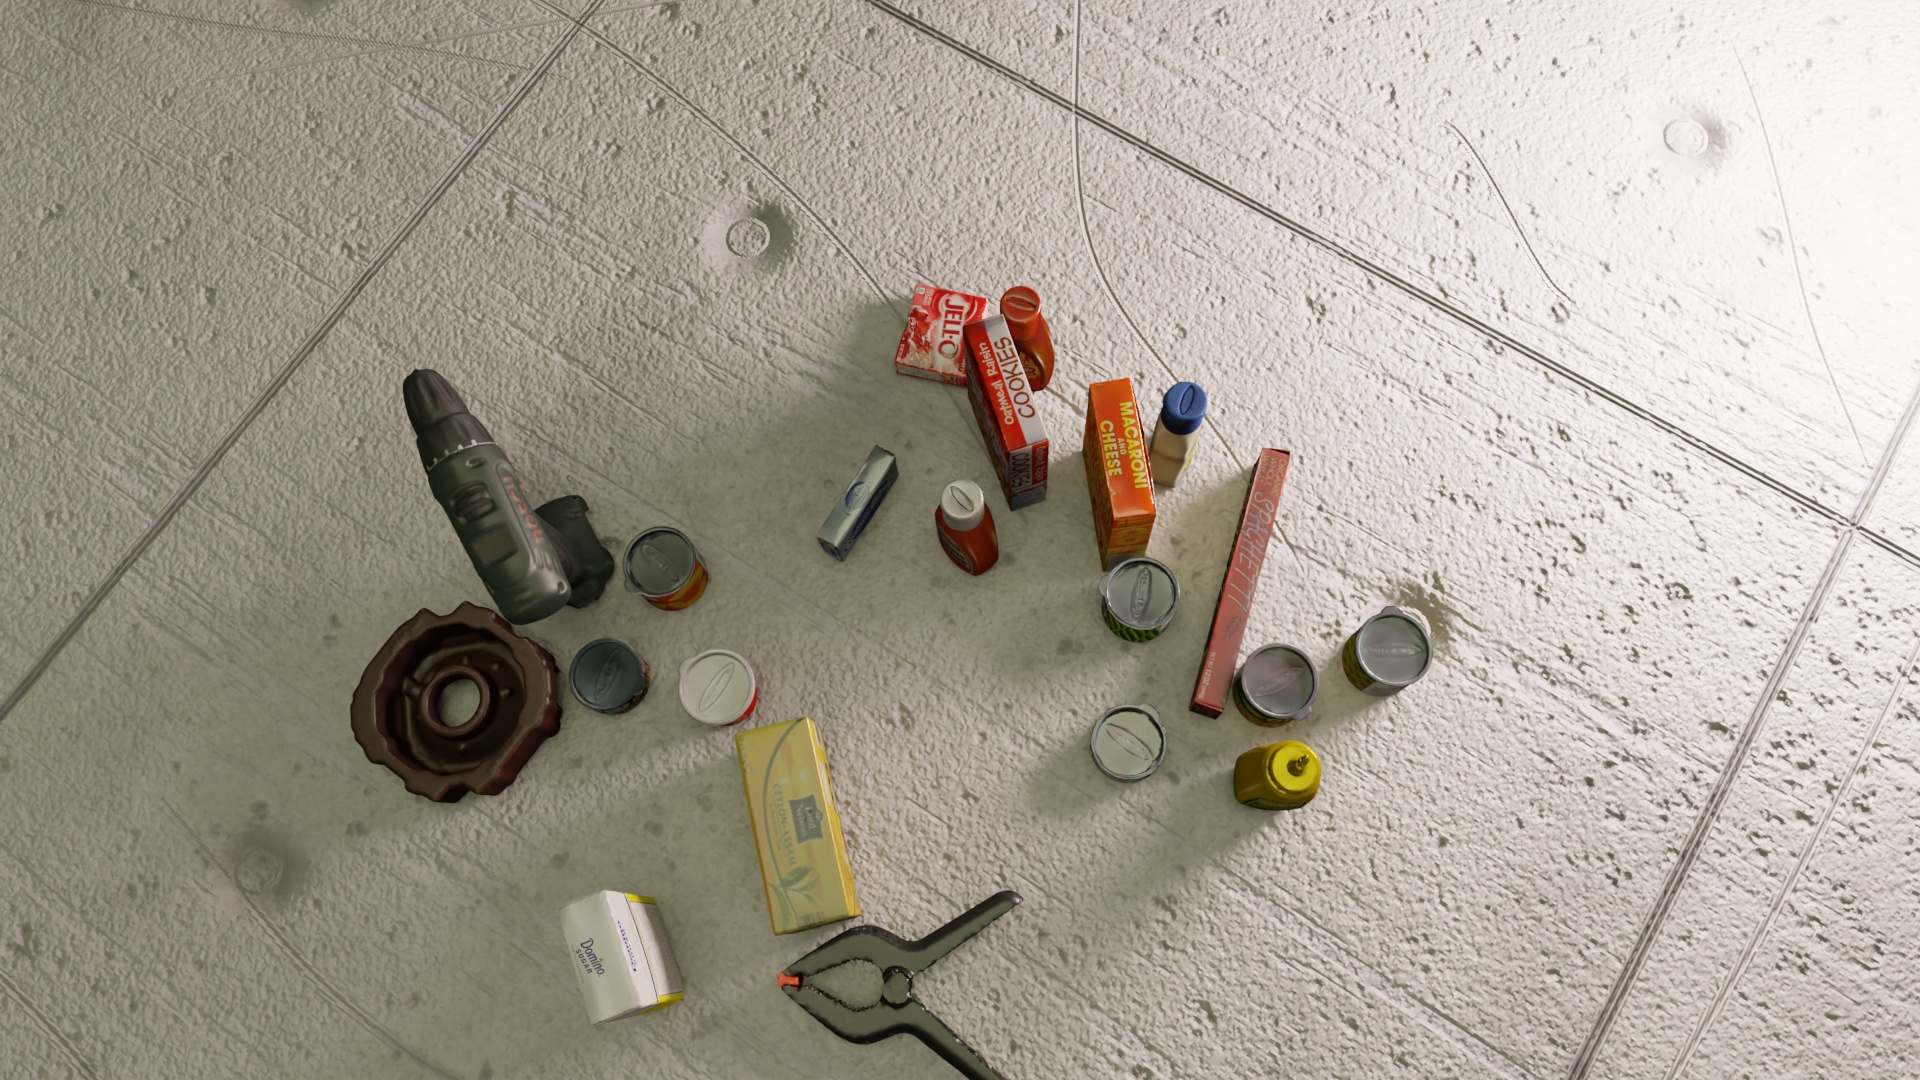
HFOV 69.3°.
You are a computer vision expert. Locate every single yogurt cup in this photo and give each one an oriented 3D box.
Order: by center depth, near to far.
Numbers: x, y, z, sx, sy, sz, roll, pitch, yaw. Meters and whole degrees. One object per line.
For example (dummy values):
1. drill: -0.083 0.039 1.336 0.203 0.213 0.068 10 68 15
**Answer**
1. yogurt cup: -0.212 0.134 1.235 0.072 0.053 0.072 -1 73 2

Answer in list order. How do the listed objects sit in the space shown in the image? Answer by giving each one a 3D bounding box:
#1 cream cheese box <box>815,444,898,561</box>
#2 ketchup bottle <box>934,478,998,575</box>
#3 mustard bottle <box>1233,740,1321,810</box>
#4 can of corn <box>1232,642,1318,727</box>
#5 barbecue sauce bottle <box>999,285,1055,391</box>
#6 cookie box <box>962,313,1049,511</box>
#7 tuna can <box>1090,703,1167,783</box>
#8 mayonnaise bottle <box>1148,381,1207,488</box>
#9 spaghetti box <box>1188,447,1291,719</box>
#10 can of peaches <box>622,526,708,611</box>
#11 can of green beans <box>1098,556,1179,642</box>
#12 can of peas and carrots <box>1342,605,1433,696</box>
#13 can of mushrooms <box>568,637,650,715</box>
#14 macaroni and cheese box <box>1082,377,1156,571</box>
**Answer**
1. cream cheese box: -0.093 -0.033 1.281 0.024 0.053 0.104 30 77 10
2. ketchup bottle: 0.004 -0.015 1.222 0.043 0.148 0.065 -40 76 -9
3. mustard bottle: 0.265 0.193 1.143 0.065 0.160 0.049 4 74 4
4. can of corn: 0.276 0.130 1.215 0.071 0.058 0.071 -1 74 2
5. barbecue sauce bottle: 0.055 -0.185 1.271 0.065 0.148 0.044 19 76 8
6. cookie box: 0.040 -0.110 1.239 0.040 0.167 0.123 -19 74 -3
7. tuna can: 0.148 0.177 1.219 0.071 0.032 0.071 -1 73 2
8. mayonnaise bottle: 0.194 -0.097 1.239 0.041 0.147 0.065 19 76 8
9. spaghetti box: 0.252 0.036 1.248 0.029 0.050 0.250 16 75 7
10. can of peaches: -0.270 0.028 1.267 0.071 0.058 0.071 -1 74 2
11. can of green beans: 0.160 0.054 1.242 0.071 0.057 0.071 -1 74 2
12. can of peas and carrots: 0.373 0.098 1.220 0.071 0.058 0.071 -1 74 2
13. can of mushrooms: -0.314 0.124 1.252 0.071 0.033 0.071 -1 73 2
14. macaroni and cheese box: 0.138 -0.054 1.219 0.040 0.166 0.124 -8 74 0
